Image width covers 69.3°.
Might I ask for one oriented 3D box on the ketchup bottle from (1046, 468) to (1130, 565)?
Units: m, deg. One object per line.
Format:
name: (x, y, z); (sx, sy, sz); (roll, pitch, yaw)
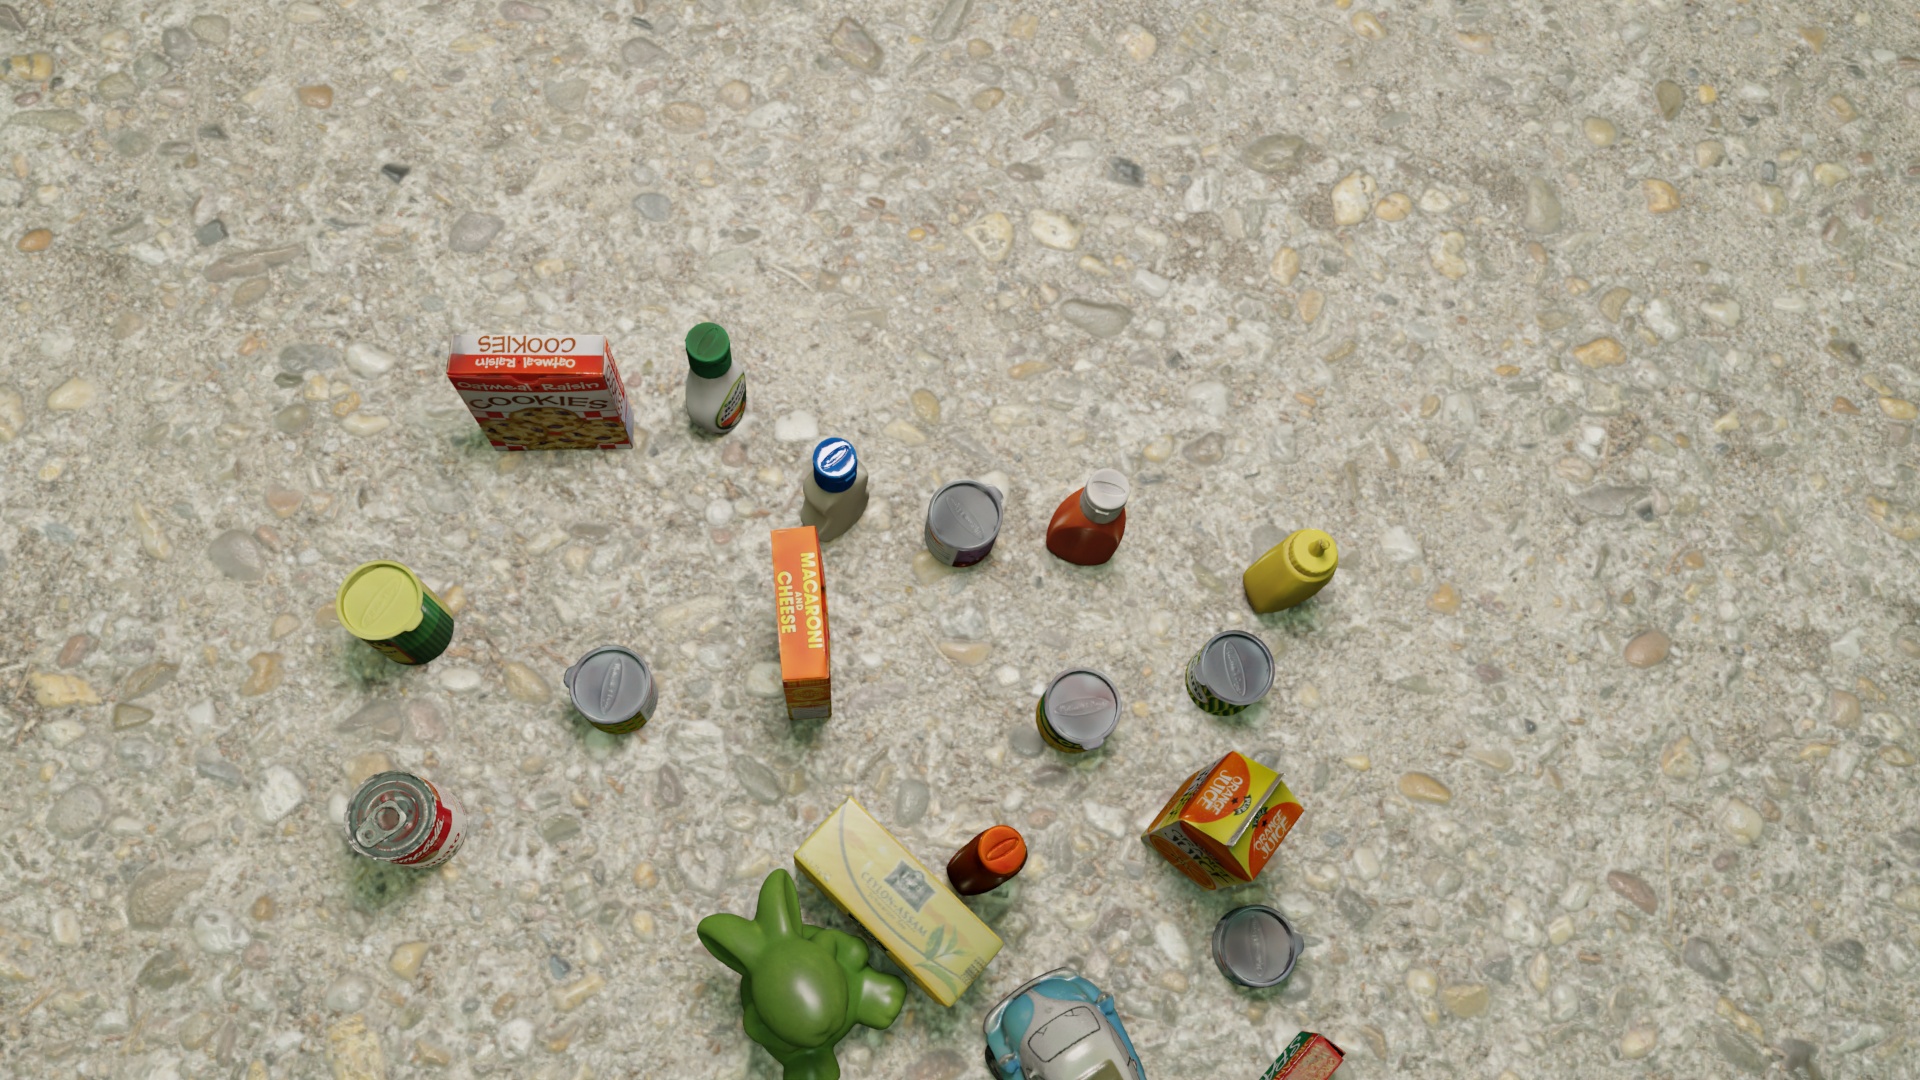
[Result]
ketchup bottle: (0.115, -0.020, 1.202); (0.065, 0.148, 0.043); (14, 72, -1)

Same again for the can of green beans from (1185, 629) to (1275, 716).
can of green beans: (0.235, 0.117, 1.216); (0.071, 0.057, 0.071); (2, 72, -5)

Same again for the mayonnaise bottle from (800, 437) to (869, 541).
mayonnaise bottle: (-0.107, -0.046, 1.190); (0.065, 0.147, 0.041); (-41, 80, -15)

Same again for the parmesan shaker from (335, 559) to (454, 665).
parmesan shaker: (-0.462, 0.063, 1.145); (0.071, 0.102, 0.071); (2, 72, -5)

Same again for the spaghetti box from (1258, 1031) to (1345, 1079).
spaghetti box: (0.209, 0.489, 1.097); (0.251, 0.050, 0.029); (-43, 81, -16)

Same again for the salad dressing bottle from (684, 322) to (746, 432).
salad dressing bottle: (-0.215, -0.142, 1.212); (0.044, 0.147, 0.064); (28, 72, 4)

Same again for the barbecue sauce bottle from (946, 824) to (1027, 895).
barbecue sauce bottle: (0.025, 0.253, 1.105); (0.065, 0.148, 0.044); (-28, 77, -13)

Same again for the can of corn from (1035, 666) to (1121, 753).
can of corn: (0.101, 0.149, 1.193); (0.071, 0.058, 0.071); (2, 72, -5)

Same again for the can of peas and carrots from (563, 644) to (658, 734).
can of peas and carrots: (-0.292, 0.126, 1.164); (0.071, 0.058, 0.071); (2, 72, -5)

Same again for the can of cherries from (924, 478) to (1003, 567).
can of cherries: (0.004, -0.016, 1.238); (0.071, 0.058, 0.071); (2, 72, -5)

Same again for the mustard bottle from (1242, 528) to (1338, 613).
mustard bottle: (0.292, 0.022, 1.199); (0.065, 0.159, 0.049); (-18, 75, -10)

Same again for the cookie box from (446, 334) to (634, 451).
cookie box: (-0.352, -0.123, 1.182); (0.123, 0.167, 0.040); (-1, 73, -6)

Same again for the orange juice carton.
orange juice carton: (0.211, 0.225, 1.108); (0.073, 0.192, 0.072); (40, 73, 8)

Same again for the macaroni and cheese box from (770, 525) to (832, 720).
macaroni and cheese box: (-0.129, 0.071, 1.140); (0.040, 0.166, 0.124); (-5, 73, -7)

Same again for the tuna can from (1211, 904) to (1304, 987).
tuna can: (0.247, 0.338, 1.159); (0.071, 0.032, 0.071); (2, 72, -5)
